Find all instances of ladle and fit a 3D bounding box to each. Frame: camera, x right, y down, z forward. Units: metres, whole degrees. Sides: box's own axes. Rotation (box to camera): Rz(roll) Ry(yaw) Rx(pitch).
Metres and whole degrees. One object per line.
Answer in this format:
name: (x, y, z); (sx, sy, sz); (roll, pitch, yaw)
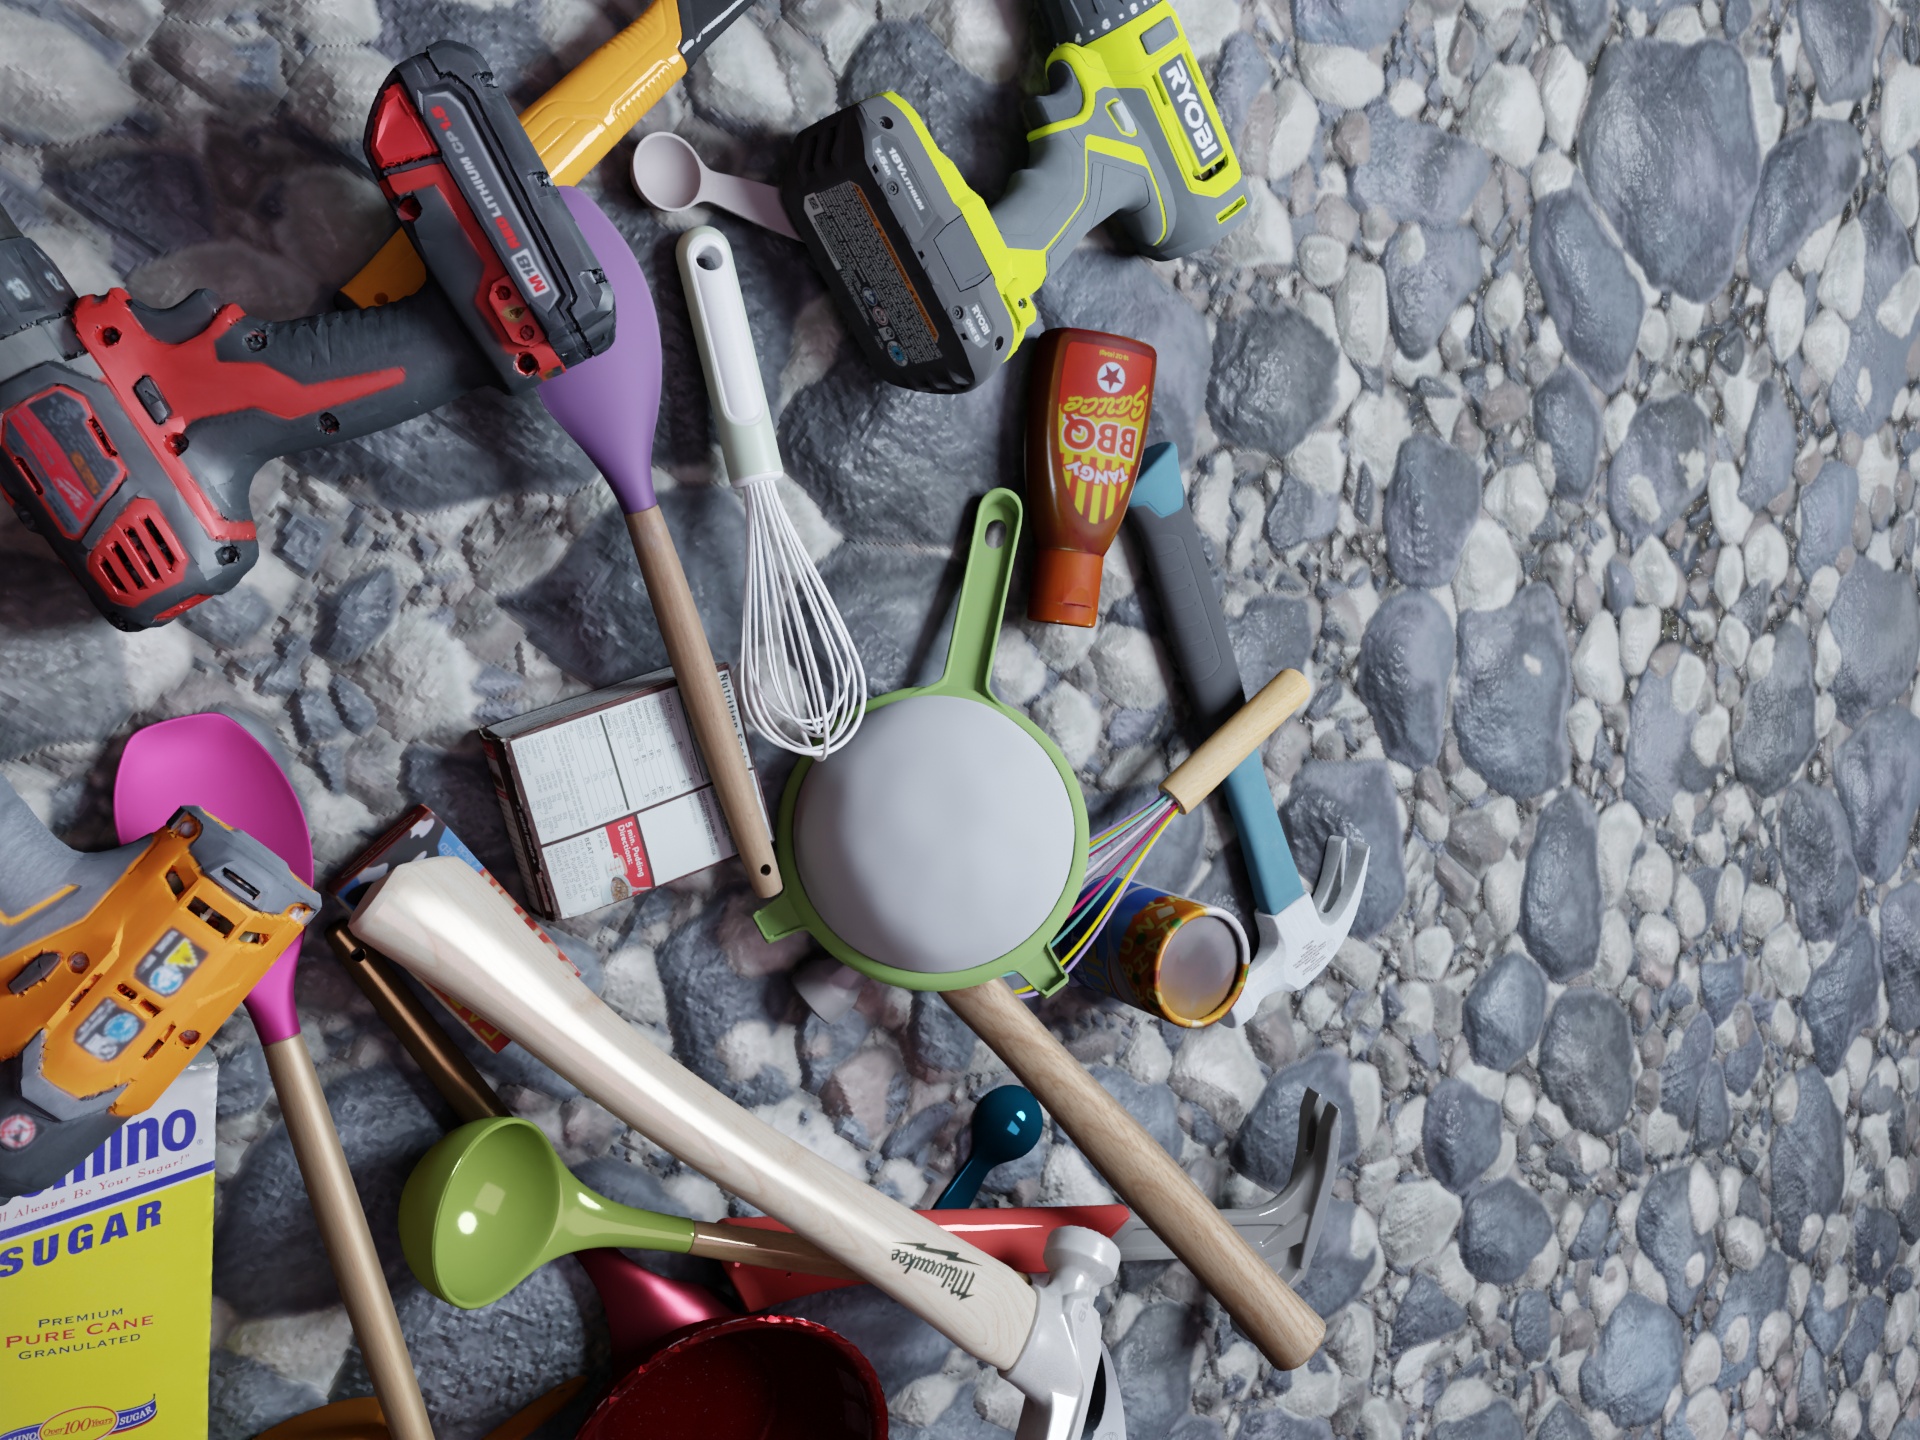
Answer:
ladle: (-0.095, 0.240, 0.722); (0.320, 0.062, 0.078); (19, 75, -27)
ladle: (-0.188, 0.212, 0.722); (0.069, 0.031, 0.315); (-39, 113, -22)

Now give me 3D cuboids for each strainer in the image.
strainer: (-0.001, -0.002, 0.756); (0.151, 0.069, 0.256); (11, 74, 1)

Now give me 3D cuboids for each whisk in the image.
whisk: (-0.090, -0.101, 0.718); (0.058, 0.059, 0.246); (-14, 94, -18)
whisk: (0.094, 0.054, 0.848); (0.245, 0.047, 0.051); (-42, 121, -11)

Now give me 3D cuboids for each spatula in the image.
spatula: (-0.127, -0.067, 0.681); (0.060, 0.018, 0.315); (-22, 108, -22)

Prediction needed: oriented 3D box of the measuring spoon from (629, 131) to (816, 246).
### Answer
measuring spoon: (-0.098, -0.236, 0.730); (0.124, 0.018, 0.034); (7, 86, -39)

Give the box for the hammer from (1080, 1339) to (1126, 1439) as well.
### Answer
hammer: (-0.080, 0.410, 0.807); (0.408, 0.036, 0.149); (2, 94, -32)

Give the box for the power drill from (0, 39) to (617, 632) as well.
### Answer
power drill: (-0.259, -0.161, 0.577); (0.226, 0.080, 0.187); (-30, 104, -5)

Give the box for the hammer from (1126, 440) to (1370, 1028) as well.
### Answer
hammer: (0.150, 0.005, 0.901); (0.128, 0.033, 0.330); (-29, 110, -25)

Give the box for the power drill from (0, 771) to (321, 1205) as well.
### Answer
power drill: (-0.362, 0.058, 0.539); (0.226, 0.084, 0.164); (42, 73, -18)

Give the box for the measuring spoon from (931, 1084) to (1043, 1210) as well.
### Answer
measuring spoon: (0.006, 0.255, 0.848); (0.042, 0.021, 0.129); (41, 75, -29)

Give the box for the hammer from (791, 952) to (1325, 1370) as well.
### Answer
hammer: (0.073, 0.204, 0.804); (0.130, 0.031, 0.331); (-42, 99, 0)

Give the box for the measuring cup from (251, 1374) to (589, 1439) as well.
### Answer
measuring cup: (-0.235, 0.308, 0.682); (0.173, 0.095, 0.052); (-20, 96, -49)

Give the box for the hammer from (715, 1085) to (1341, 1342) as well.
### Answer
hammer: (0.045, 0.267, 0.843); (0.359, 0.037, 0.149); (8, 100, -27)

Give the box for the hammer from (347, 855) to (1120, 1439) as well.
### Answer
hammer: (-0.091, 0.202, 0.696); (0.410, 0.038, 0.146); (40, 47, -20)

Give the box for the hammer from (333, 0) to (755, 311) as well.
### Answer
hammer: (-0.140, -0.284, 0.671); (0.127, 0.034, 0.337); (42, 78, -7)

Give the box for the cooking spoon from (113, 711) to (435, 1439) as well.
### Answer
cooking spoon: (-0.262, 0.151, 0.632); (0.068, 0.017, 0.319); (-19, 91, -41)

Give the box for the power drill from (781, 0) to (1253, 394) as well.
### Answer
power drill: (0.029, -0.280, 0.761); (0.228, 0.080, 0.190); (-42, 116, -27)
